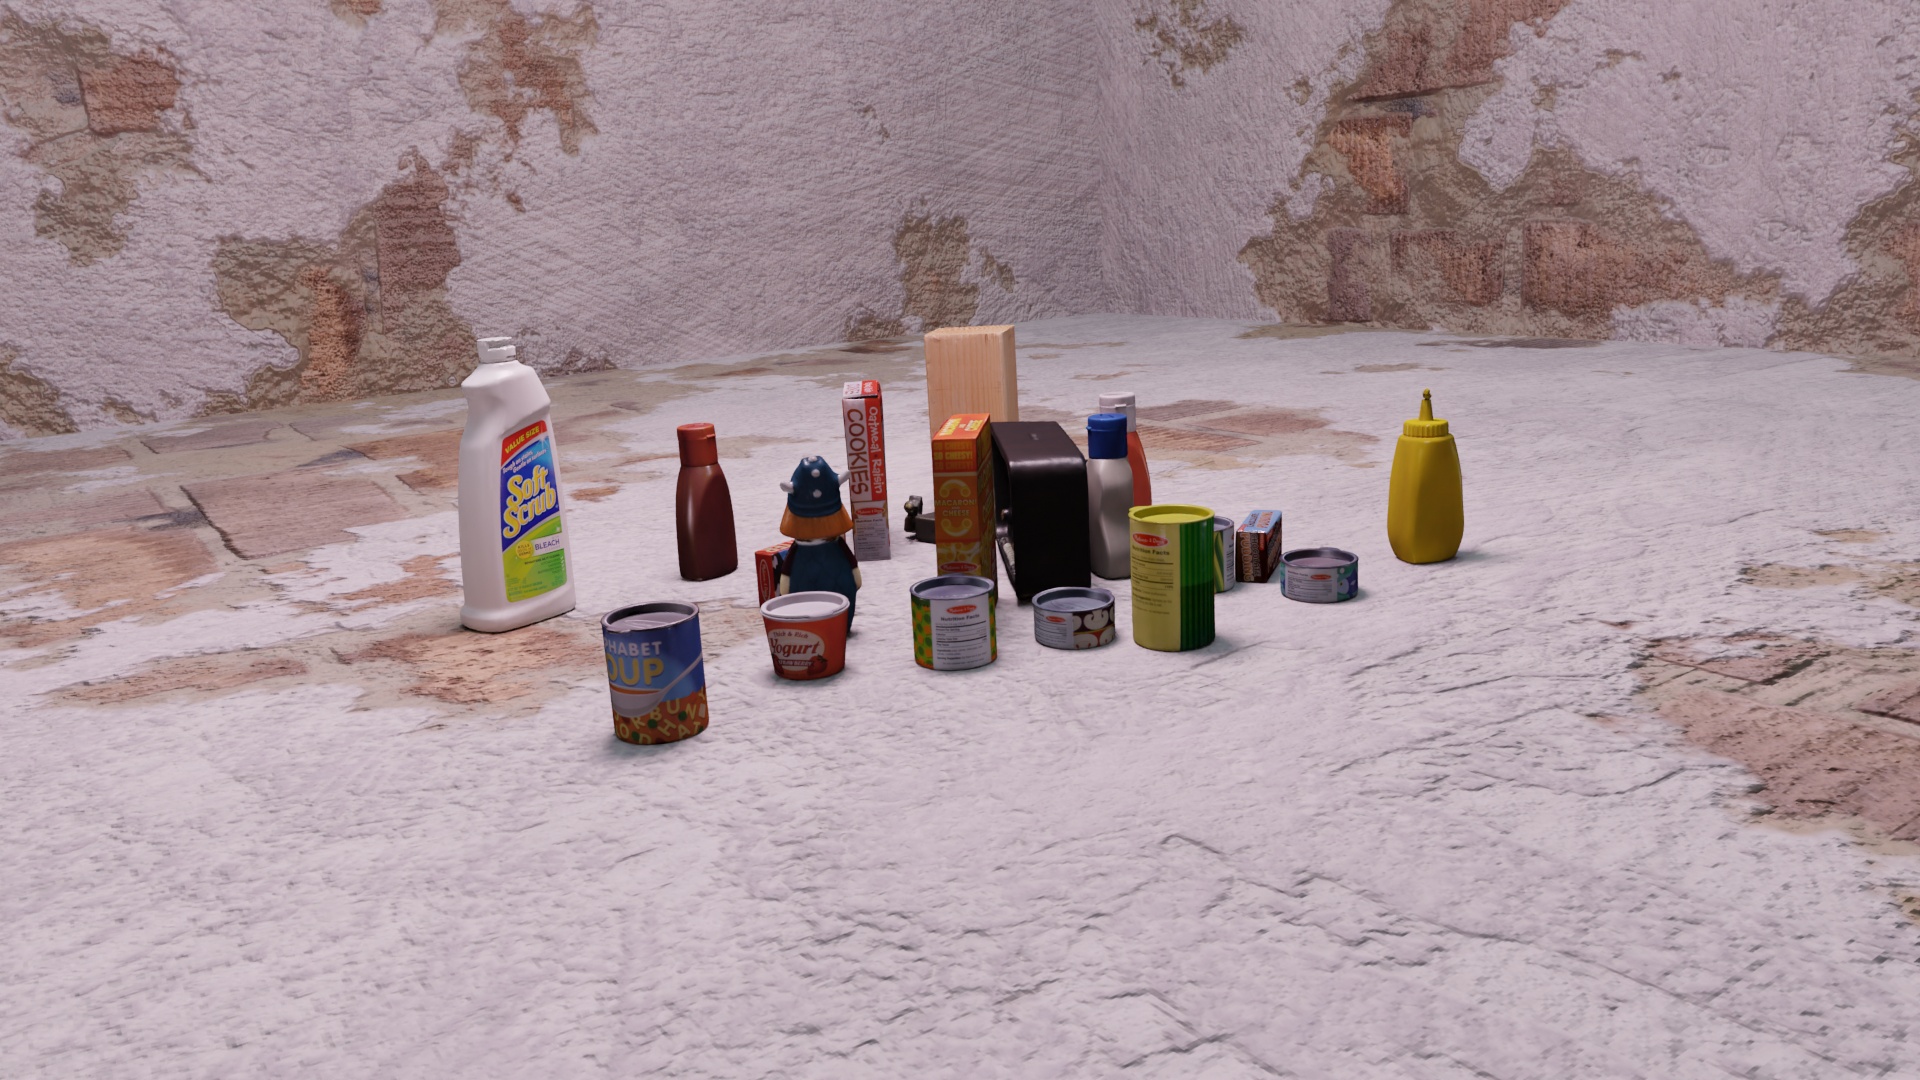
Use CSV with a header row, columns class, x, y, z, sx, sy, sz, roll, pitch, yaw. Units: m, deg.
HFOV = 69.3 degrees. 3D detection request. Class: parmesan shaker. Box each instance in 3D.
class,x,y,z,sx,sy,sz,roll,pitch,yaw
parmesan shaker,0.165,0.028,1.090,0.071,0.102,0.071,-3,13,1

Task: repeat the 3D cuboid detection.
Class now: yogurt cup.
class,x,y,z,sx,sy,sz,roll,pitch,yaw
yogurt cup,-0.118,0.073,1.068,0.072,0.053,0.072,-3,14,1

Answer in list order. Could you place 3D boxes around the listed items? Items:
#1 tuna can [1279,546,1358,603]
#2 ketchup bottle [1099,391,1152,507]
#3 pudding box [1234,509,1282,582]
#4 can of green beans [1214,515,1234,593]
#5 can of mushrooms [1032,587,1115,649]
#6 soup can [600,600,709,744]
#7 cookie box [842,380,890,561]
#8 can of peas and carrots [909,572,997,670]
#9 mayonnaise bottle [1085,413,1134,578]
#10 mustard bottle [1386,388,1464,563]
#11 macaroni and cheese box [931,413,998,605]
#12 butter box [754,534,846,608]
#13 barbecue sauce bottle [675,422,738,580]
class,x,y,z,sx,sy,sz,roll,pitch,yaw
tuna can,0.310,0.029,1.199,0.071,0.032,0.071,-3,14,1
ketchup bottle,0.162,-0.075,1.413,0.065,0.148,0.043,-4,13,-4
pudding box,0.274,0.004,1.273,0.030,0.049,0.084,2,15,22
can of green beans,0.211,0.012,1.237,0.071,0.057,0.071,-3,14,1
can of mushrooms,0.093,0.061,1.114,0.071,0.033,0.071,-3,14,1
soup can,-0.211,0.091,0.956,0.071,0.083,0.071,-3,13,1
cookie box,-0.096,-0.075,1.428,0.040,0.167,0.123,-4,13,-3
can of peas and carrots,-0.005,0.062,1.078,0.071,0.058,0.071,-3,14,1
mayonnaise bottle,0.138,-0.042,1.286,0.041,0.147,0.065,-6,14,-12
mustard bottle,0.427,-0.061,1.274,0.065,0.159,0.049,-7,14,-17
macaroni and cheese box,0.004,-0.015,1.164,0.040,0.166,0.124,-1,14,7
butter box,-0.144,0.025,1.272,0.024,0.053,0.104,6,17,35
barbecue sauce bottle,-0.251,-0.039,1.356,0.043,0.148,0.065,5,15,30
